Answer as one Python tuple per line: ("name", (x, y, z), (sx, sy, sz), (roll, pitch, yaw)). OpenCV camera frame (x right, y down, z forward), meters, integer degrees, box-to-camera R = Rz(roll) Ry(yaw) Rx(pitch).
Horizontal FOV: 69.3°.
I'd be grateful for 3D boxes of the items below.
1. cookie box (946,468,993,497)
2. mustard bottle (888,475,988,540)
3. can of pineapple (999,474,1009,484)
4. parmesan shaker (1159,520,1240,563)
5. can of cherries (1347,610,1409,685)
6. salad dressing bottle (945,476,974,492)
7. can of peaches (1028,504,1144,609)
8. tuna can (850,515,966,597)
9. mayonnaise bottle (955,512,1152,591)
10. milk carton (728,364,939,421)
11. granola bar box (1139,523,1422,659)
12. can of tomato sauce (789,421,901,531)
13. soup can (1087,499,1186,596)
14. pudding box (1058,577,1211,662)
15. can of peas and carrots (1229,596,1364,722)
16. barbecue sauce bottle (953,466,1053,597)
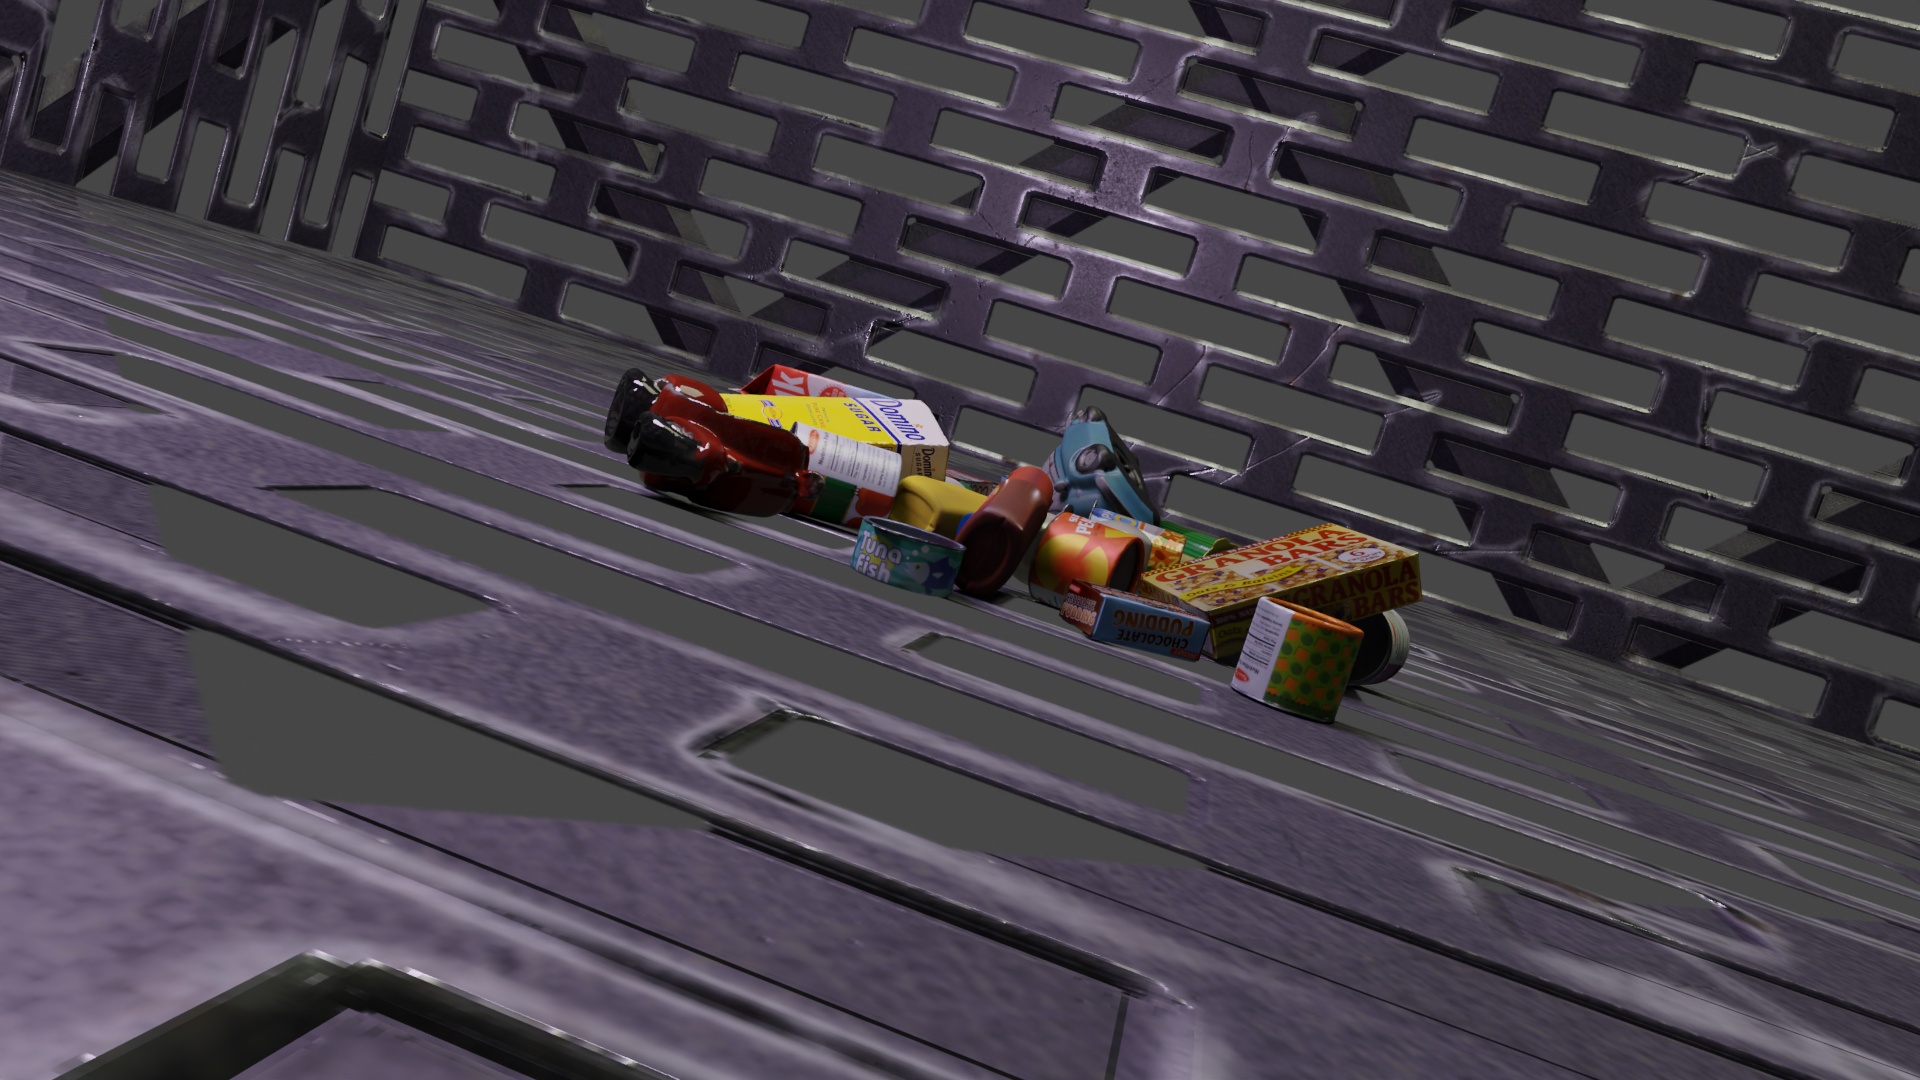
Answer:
("cookie box", (-0.056, -0.065, 1.478), (0.123, 0.040, 0.167), (20, 7, 25))
("mustard bottle", (0.004, -0.014, 1.105), (0.065, 0.048, 0.160), (37, 13, 29))
("can of pineapple", (0.064, -0.031, 1.415), (0.071, 0.057, 0.071), (17, 5, -1))
("parmesan shaker", (0.216, 0.020, 1.310), (0.071, 0.071, 0.103), (14, 6, -30))
("can of cherries", (0.299, 0.077, 1.054), (0.071, 0.071, 0.058), (21, 6, 30))
("salad dressing bottle", (-0.016, -0.039, 1.332), (0.064, 0.044, 0.148), (24, 6, 11))
("can of peaches", (0.088, 0.017, 0.958), (0.058, 0.071, 0.071), (21, 6, 26))
("tuna can", (-0.034, 0.010, 0.850), (0.071, 0.033, 0.071), (17, 5, -1))
("mayonnaise bottle", (0.069, 0.009, 1.043), (0.148, 0.064, 0.041), (10, 20, -26))
("milk carton", (-0.126, -0.117, 1.335), (0.191, 0.073, 0.072), (19, 4, 20))
("granola bar box", (0.231, 0.035, 1.015), (0.166, 0.039, 0.124), (-14, 14, -13))
("can of tomato sauce", (-0.094, -0.044, 1.035), (0.083, 0.071, 0.071), (17, 5, -14))
("soup can", (0.142, 0.012, 1.171), (0.084, 0.071, 0.071), (18, 5, 7))
("pudding box", (0.113, 0.052, 0.900), (0.084, 0.030, 0.050), (15, 7, -23))
("can of peas and carrots", (0.207, 0.072, 0.846), (0.071, 0.058, 0.071), (17, 6, -2))
("barbecue sauce bottle", (0.033, -0.014, 0.947), (0.044, 0.064, 0.149), (31, 23, 3))
